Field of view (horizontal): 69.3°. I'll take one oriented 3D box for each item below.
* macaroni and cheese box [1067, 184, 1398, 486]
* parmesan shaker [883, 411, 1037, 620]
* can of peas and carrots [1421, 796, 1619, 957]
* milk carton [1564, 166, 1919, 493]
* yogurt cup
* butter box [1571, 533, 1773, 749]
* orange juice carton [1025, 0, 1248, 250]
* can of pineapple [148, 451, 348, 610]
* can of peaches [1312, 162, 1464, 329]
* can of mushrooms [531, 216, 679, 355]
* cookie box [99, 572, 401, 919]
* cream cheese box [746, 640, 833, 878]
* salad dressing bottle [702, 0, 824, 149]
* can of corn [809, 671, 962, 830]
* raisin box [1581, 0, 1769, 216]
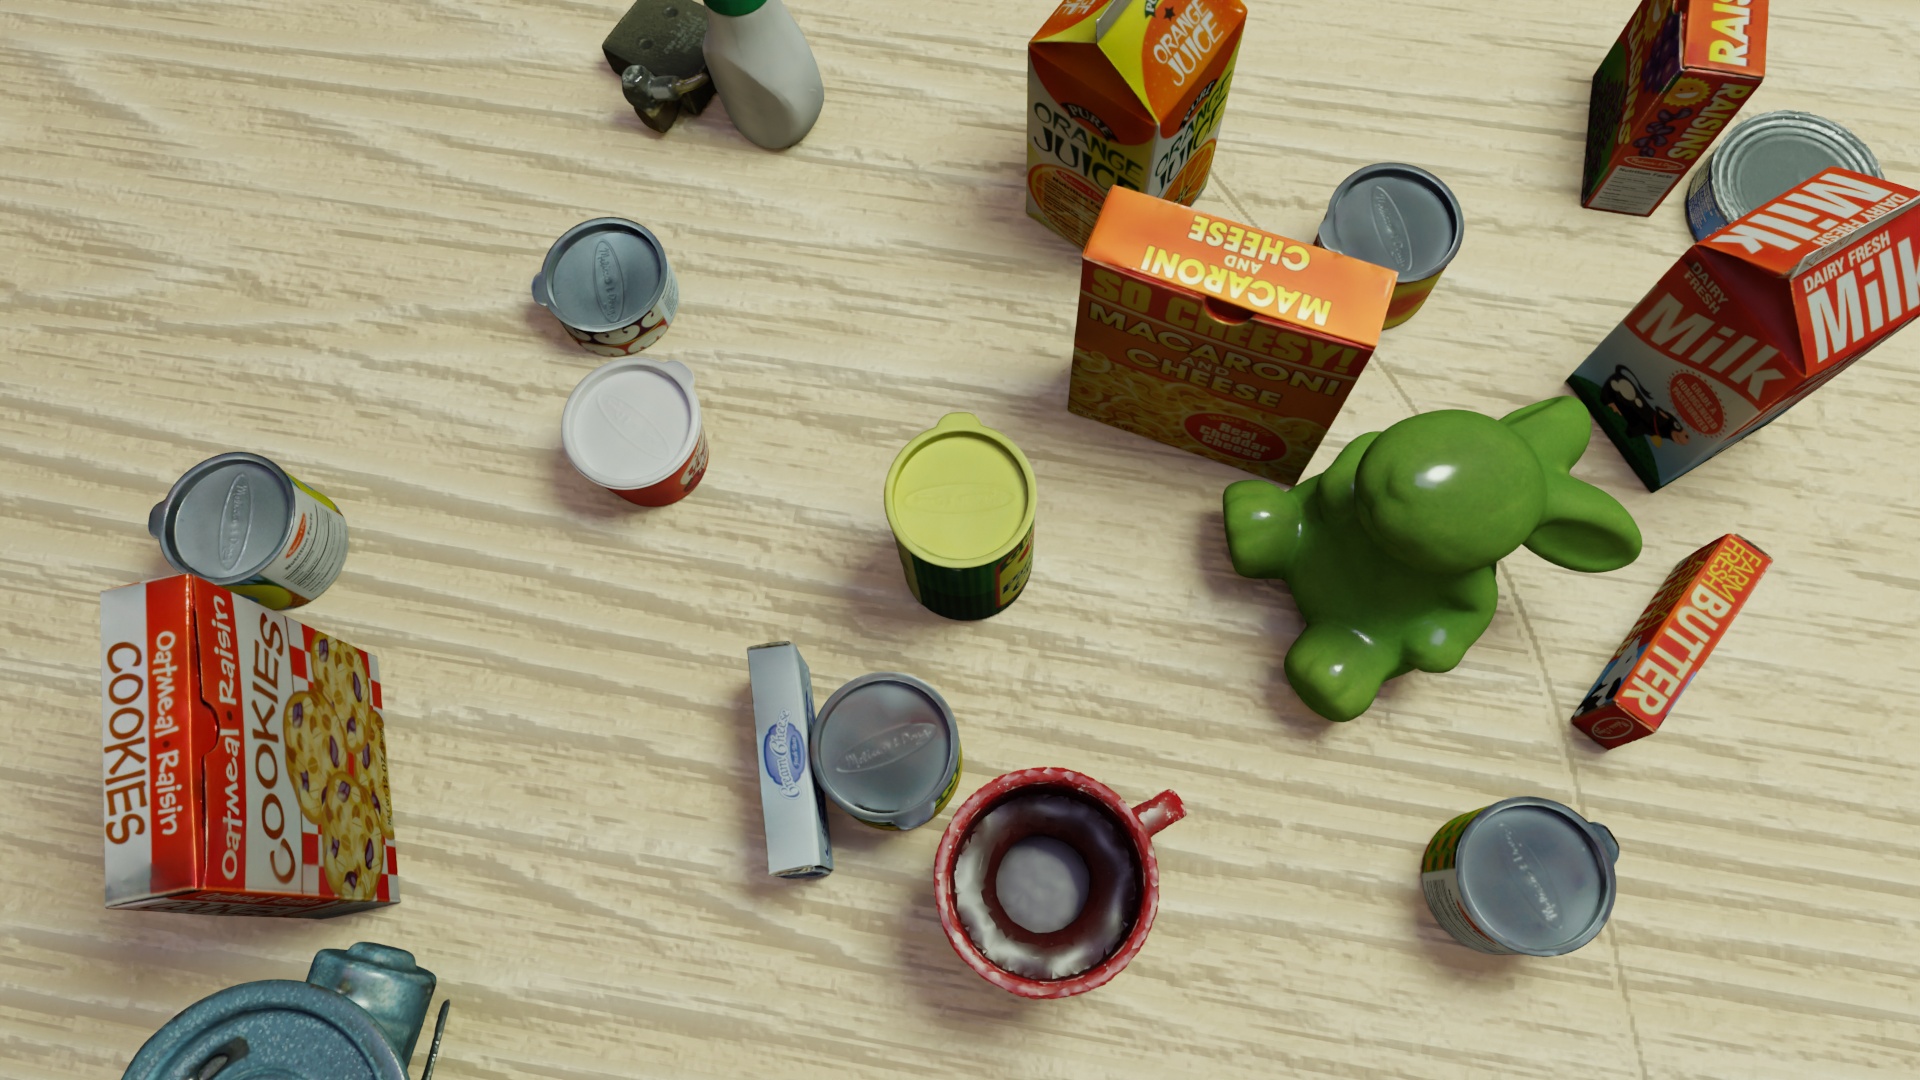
[{"bbox_3d":[0.115,-0.086,0.632,0.124,0.166,0.040,19,75,8],"label":"macaroni and cheese box"},{"bbox_3d":[0.002,-0.008,0.646,0.071,0.103,0.071,-1,73,2],"label":"parmesan shaker"},{"bbox_3d":[0.245,0.147,0.611,0.071,0.058,0.071,-1,73,2],"label":"can of peas and carrots"},{"bbox_3d":[0.350,-0.095,0.613,0.072,0.190,0.073,-29,74,-6],"label":"milk carton"},{"bbox_3d":[-0.158,-0.050,0.691,0.072,0.053,0.072,-1,73,2],"label":"yogurt cup"},{"bbox_3d":[0.328,0.047,0.642,0.024,0.053,0.104,38,78,12],"label":"butter box"},{"bbox_3d":[0.079,-0.209,0.658,0.073,0.192,0.072,35,78,12],"label":"orange juice carton"},{"bbox_3d":[-0.347,-0.004,0.682,0.071,0.057,0.071,-1,73,2],"label":"can of pineapple"},{"bbox_3d":[0.211,-0.147,0.704,0.071,0.058,0.071,-1,73,2],"label":"can of peaches"},{"bbox_3d":[-0.185,-0.132,0.728,0.071,0.033,0.071,-1,73,2],"label":"can of mushrooms"},{"bbox_3d":[-0.297,0.095,0.593,0.040,0.167,0.123,-12,73,-1],"label":"cookie box"},{"bbox_3d":[-0.078,0.103,0.641,0.024,0.053,0.104,-9,73,0],"label":"cream cheese box"},{"bbox_3d":[-0.106,-0.257,0.703,0.064,0.147,0.044,32,78,11],"label":"salad dressing bottle"},{"bbox_3d":[-0.031,0.100,0.637,0.071,0.058,0.071,-1,73,2],"label":"can of corn"},{"bbox_3d":[0.352,-0.231,0.689,0.040,0.123,0.086,12,74,6],"label":"raisin box"}]
